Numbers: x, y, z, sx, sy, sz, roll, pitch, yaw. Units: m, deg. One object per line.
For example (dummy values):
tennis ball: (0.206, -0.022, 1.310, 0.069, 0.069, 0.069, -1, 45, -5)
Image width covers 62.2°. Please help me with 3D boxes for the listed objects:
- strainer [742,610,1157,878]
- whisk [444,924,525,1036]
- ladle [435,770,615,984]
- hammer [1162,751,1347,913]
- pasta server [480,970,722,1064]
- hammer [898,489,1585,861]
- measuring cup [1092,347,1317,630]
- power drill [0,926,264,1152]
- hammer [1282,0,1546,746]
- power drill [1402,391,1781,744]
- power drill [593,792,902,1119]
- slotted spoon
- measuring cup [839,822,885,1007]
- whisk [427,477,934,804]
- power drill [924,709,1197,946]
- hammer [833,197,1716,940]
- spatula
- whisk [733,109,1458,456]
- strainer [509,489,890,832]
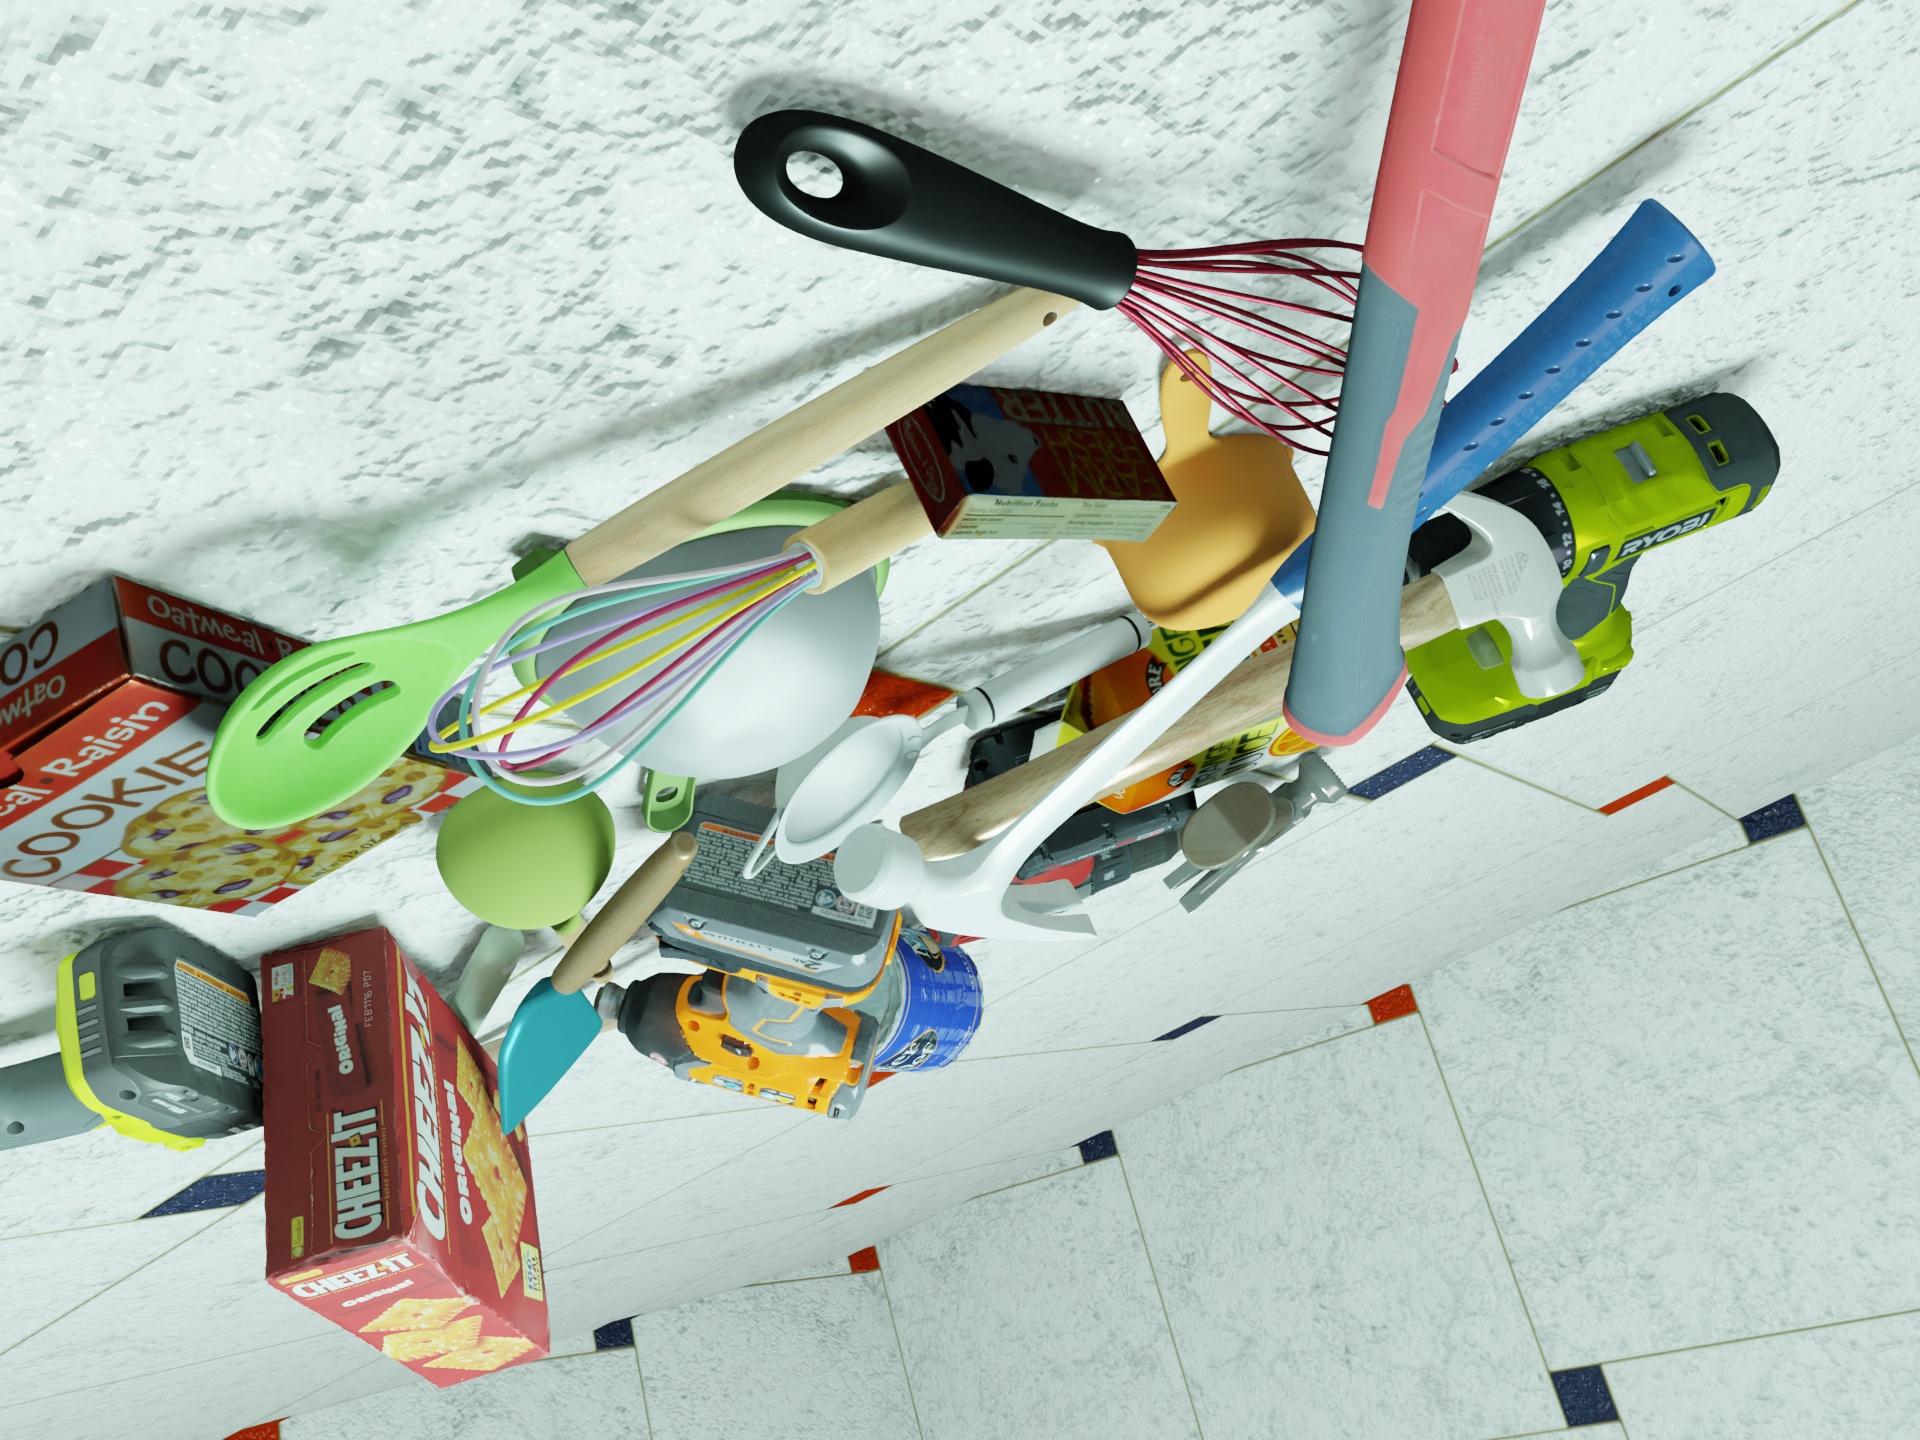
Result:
strainer: (-0.001, -0.002, 0.736, 0.258, 0.050, 0.086, -26, 151, -27)
whisk: (-0.295, 0.180, 0.920, 0.246, 0.059, 0.058, -50, -177, 44)
ladle: (-0.205, 0.097, 0.823, 0.078, 0.062, 0.320, -20, 166, -12)
hammer: (0.164, 0.072, 0.963, 0.146, 0.038, 0.410, -41, 168, 9)
pasta server: (-0.190, 0.170, 0.982, 0.316, 0.060, 0.040, -20, -154, 20)
hammer: (0.125, -0.010, 0.752, 0.331, 0.130, 0.031, -25, -162, 2)
measuring cup: (0.103, -0.088, 0.644, 0.095, 0.052, 0.173, -23, 161, 3)
power drill: (-0.439, 0.167, 0.698, 0.223, 0.080, 0.171, -17, 159, -6)
hammer: (0.117, -0.121, 0.454, 0.143, 0.038, 0.385, -17, 141, -12)
power drill: (0.311, -0.073, 0.864, 0.190, 0.080, 0.228, -21, 156, -5)
power drill: (-0.118, 0.134, 0.850, 0.164, 0.084, 0.226, 14, 143, 0)
slotted spoon: (-0.098, -0.060, 0.502, 0.314, 0.031, 0.070, -31, 155, -3)
measuring cup: (-0.082, 0.115, 0.979, 0.083, 0.038, 0.167, 21, 122, -14)
whisk: (-0.062, -0.041, 0.509, 0.245, 0.051, 0.047, -34, 172, -41)
power drill: (0.073, 0.064, 0.962, 0.188, 0.080, 0.226, -17, 161, -15)
hammer: (0.128, -0.042, 0.650, 0.405, 0.035, 0.144, -44, 139, 20)
spatula: (-0.171, 0.121, 0.756, 0.082, 0.044, 0.317, -50, -176, -37)
whisk: (0.060, -0.132, 0.488, 0.295, 0.073, 0.073, 5, 147, -39)
strainer: (-0.102, 0.007, 0.649, 0.151, 0.069, 0.256, -13, 156, -23)
